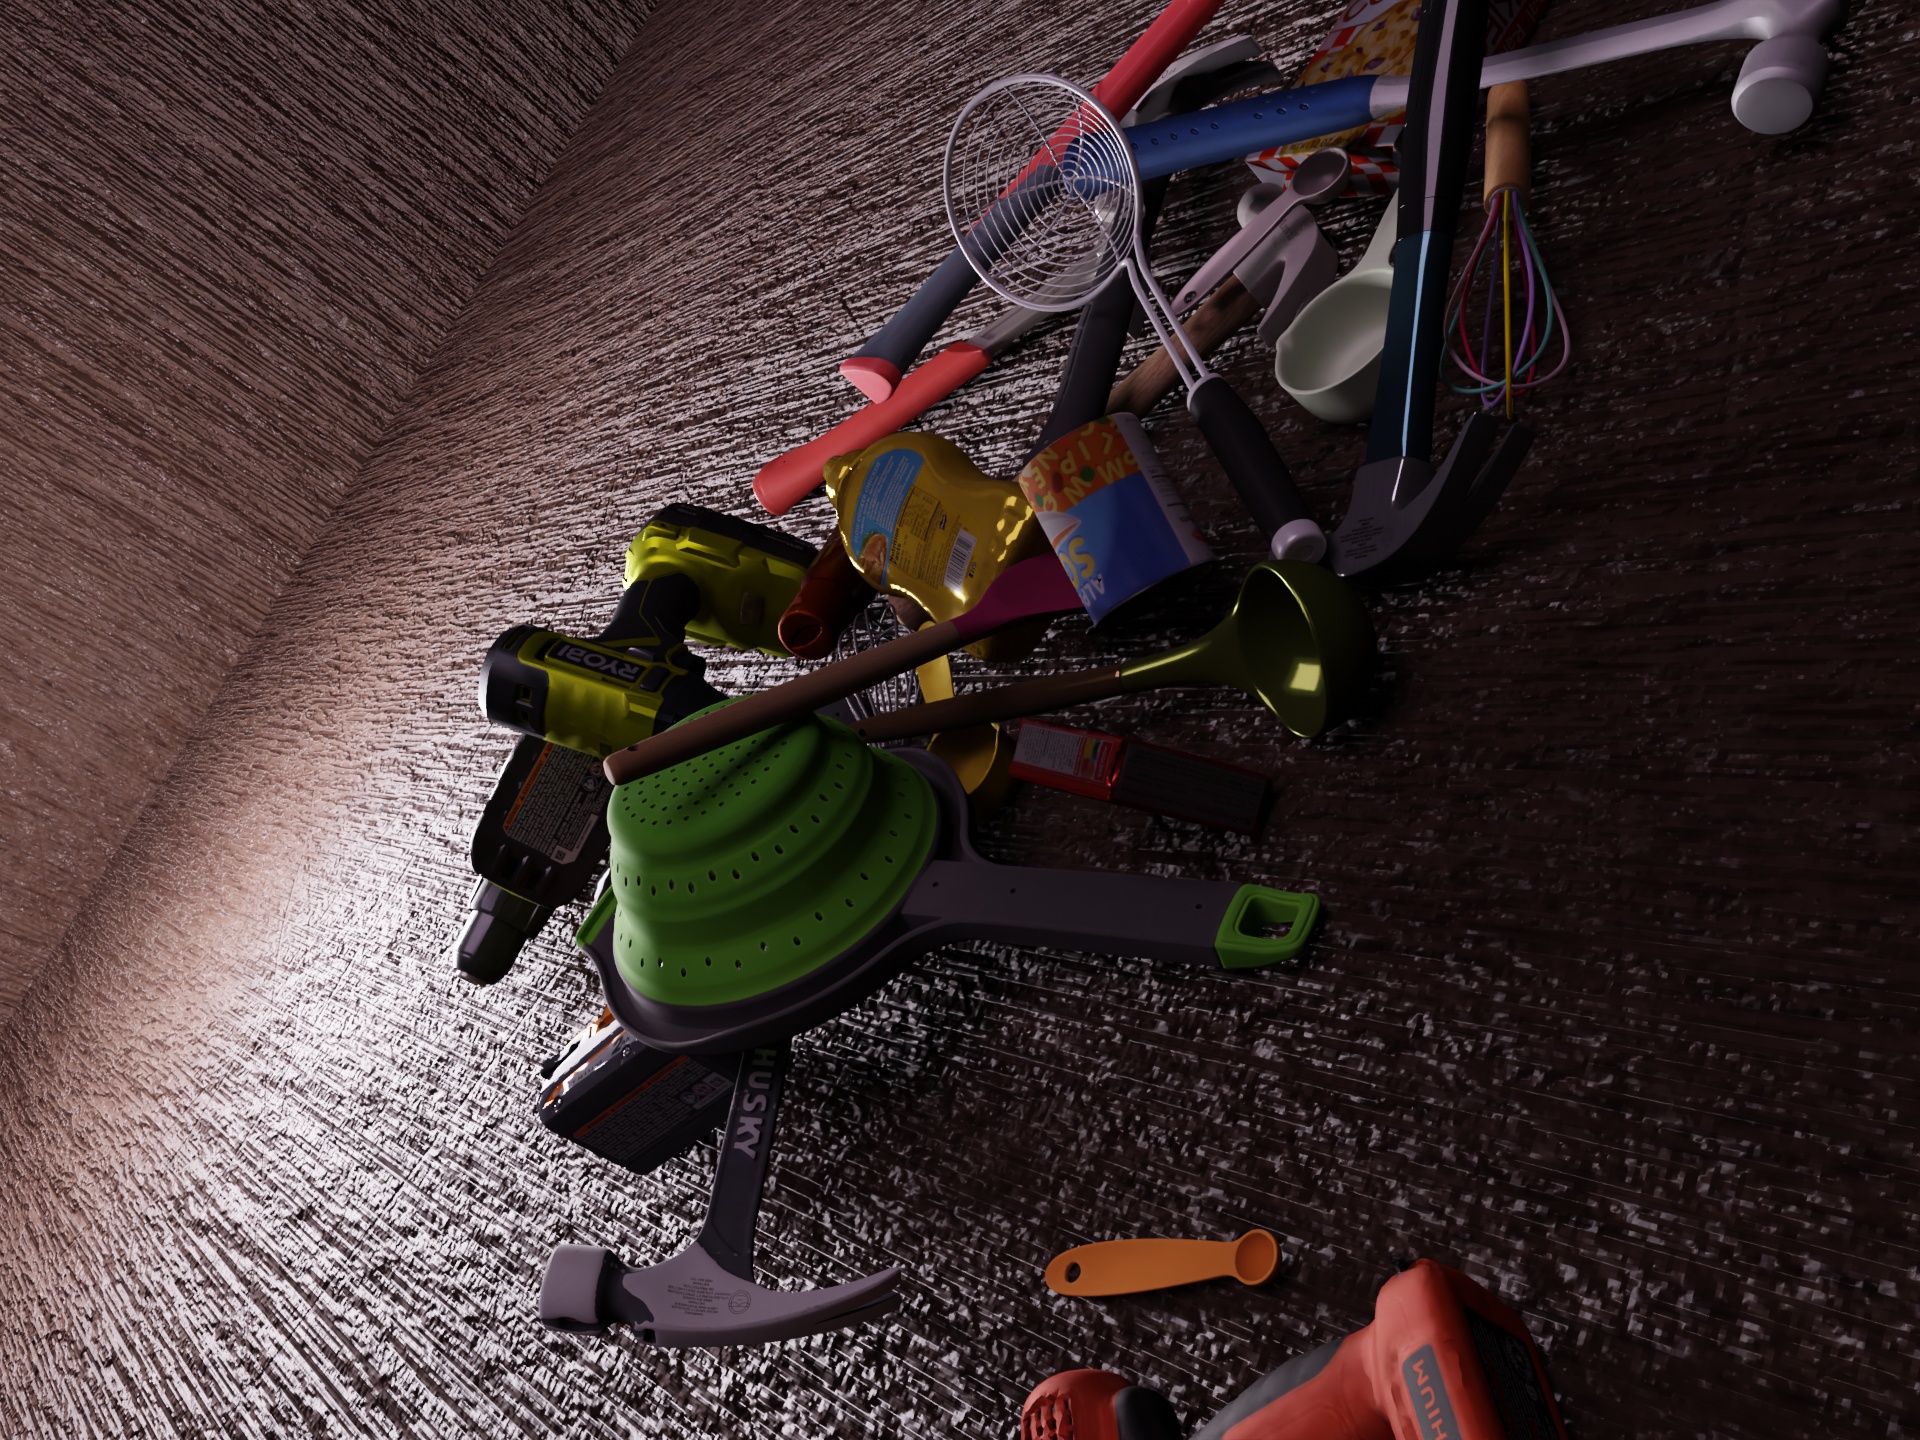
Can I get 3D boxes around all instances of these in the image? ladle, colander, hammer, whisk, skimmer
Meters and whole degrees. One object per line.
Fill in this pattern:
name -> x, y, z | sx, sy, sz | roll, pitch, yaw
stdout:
ladle -> 0.052, -0.013, 0.757 | 0.320, 0.078, 0.062 | -11, 7, 41
colander -> -0.035, 0.054, 0.721 | 0.397, 0.094, 0.205 | 0, 41, 36
hammer -> 0.060, -0.359, 1.003 | 0.386, 0.038, 0.143 | -46, 31, 13
hammer -> -0.017, -0.233, 1.111 | 0.359, 0.036, 0.149 | -28, 40, 34
hammer -> 0.081, -0.167, 0.923 | 0.331, 0.031, 0.130 | -42, 33, 19
whisk -> 0.256, -0.228, 0.749 | 0.051, 0.047, 0.245 | -25, 37, 40
hammer -> 0.223, -0.320, 0.801 | 0.406, 0.035, 0.144 | 4, 59, 42
hammer -> 0.099, -0.269, 0.933 | 0.146, 0.035, 0.335 | -15, 48, 45
whisk -> -0.035, 0.020, 0.884 | 0.055, 0.055, 0.239 | -38, 39, 24
hammer -> -0.084, 0.124, 0.809 | 0.409, 0.149, 0.036 | -82, -3, -49
hammer -> 0.204, -0.222, 0.697 | 0.128, 0.033, 0.331 | -3, 77, 63
skimmer -> 0.077, -0.200, 0.796 | 0.364, 0.090, 0.127 | -109, 30, -42

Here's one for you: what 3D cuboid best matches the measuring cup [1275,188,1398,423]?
measuring cup -> 0.217, -0.219, 0.792 | 0.083, 0.038, 0.168 | 5, 62, 54

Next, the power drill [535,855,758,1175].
power drill -> -0.174, 0.140, 0.920 | 0.164, 0.084, 0.227 | -38, 31, 26

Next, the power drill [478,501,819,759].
power drill -> -0.169, -0.045, 0.987 | 0.223, 0.171, 0.080 | -65, -9, -56

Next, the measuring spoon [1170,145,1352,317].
measuring spoon -> 0.164, -0.261, 0.866 | 0.124, 0.018, 0.034 | -41, 41, 17

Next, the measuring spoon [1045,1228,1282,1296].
measuring spoon -> 0.075, 0.205, 0.596 | 0.117, 0.011, 0.021 | -24, 42, 44

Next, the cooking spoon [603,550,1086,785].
cooking spoon -> -0.025, -0.033, 0.768 | 0.319, 0.017, 0.069 | -23, 36, -29

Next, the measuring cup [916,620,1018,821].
measuring cup -> -0.001, -0.003, 0.872 | 0.062, 0.029, 0.157 | -39, 35, 19

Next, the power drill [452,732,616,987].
power drill -> -0.279, 0.081, 1.064 | 0.191, 0.080, 0.228 | -66, 11, -21
